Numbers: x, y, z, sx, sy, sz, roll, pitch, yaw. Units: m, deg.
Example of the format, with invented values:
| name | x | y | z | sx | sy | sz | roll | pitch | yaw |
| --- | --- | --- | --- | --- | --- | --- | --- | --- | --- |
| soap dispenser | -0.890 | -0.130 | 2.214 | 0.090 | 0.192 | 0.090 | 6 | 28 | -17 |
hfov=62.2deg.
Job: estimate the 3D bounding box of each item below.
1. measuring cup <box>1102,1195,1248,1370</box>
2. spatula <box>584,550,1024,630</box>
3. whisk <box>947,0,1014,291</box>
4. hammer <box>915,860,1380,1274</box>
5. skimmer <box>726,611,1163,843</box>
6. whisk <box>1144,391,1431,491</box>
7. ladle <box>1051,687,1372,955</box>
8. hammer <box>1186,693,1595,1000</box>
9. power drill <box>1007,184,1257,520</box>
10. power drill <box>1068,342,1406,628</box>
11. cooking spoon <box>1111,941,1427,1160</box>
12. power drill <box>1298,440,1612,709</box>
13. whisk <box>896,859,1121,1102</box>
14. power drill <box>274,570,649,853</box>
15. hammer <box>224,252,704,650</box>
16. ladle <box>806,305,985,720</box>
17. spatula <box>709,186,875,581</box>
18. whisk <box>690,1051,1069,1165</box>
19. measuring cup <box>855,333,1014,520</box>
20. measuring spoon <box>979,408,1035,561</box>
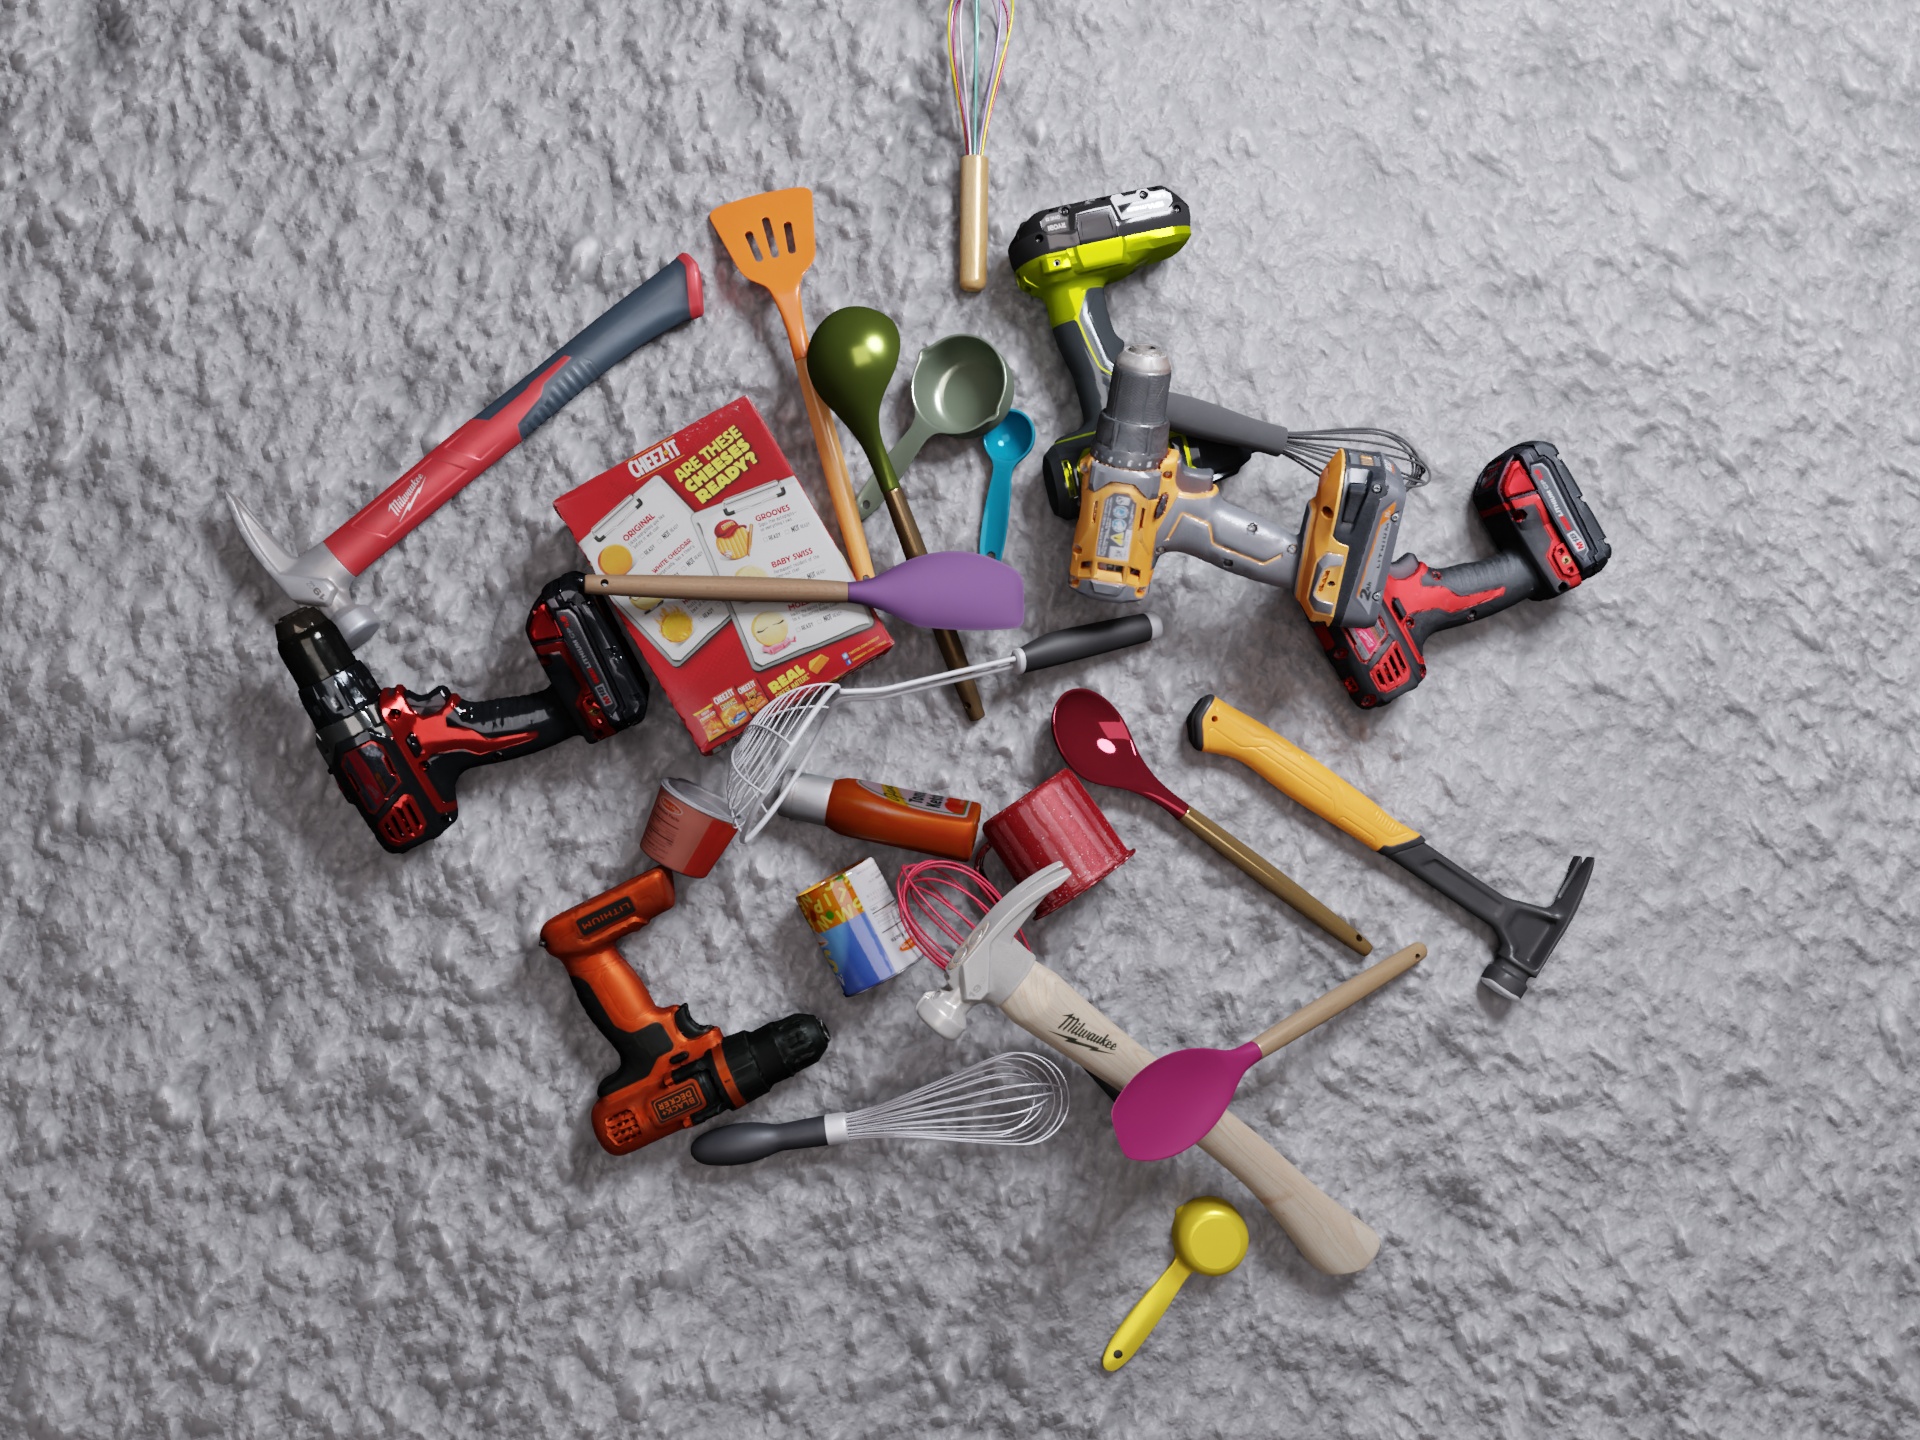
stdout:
| name | x | y | z | sx | sy | sz | roll | pitch | yaw |
| --- | --- | --- | --- | --- | --- | --- | --- | --- | --- |
| measuring cup | 0.160 | 0.432 | 1.205 | 0.062 | 0.029 | 0.156 | 39 | 84 | -2 |
| spatula | -0.107 | -0.095 | 1.136 | 0.316 | 0.018 | 0.060 | 0 | 80 | -14 |
| whisk | 0.015 | -0.454 | 1.220 | 0.047 | 0.051 | 0.245 | 1 | 91 | -11 |
| hammer | 0.165 | 0.272 | 1.161 | 0.410 | 0.038 | 0.146 | 40 | 92 | -16 |
| skimmer | -0.002 | -0.004 | 1.154 | 0.363 | 0.127 | 0.090 | -15 | 69 | -21 |
| whisk | 0.236 | -0.209 | 1.176 | 0.239 | 0.055 | 0.055 | 13 | 87 | -9 |
| ladle | 0.193 | 0.085 | 1.221 | 0.315 | 0.031 | 0.069 | 37 | 59 | -5 |
| hammer | 0.325 | 0.076 | 1.230 | 0.337 | 0.034 | 0.127 | 33 | 86 | -3 |
| power drill | 0.132 | -0.278 | 1.209 | 0.171 | 0.080 | 0.223 | -13 | 93 | -4 |
| power drill | 0.197 | -0.164 | 1.135 | 0.226 | 0.084 | 0.185 | 10 | 116 | 7 |
| cooking spoon | 0.233 | 0.230 | 1.161 | 0.319 | 0.017 | 0.068 | -22 | 98 | -30 |
| power drill | 0.368 | -0.119 | 1.223 | 0.219 | 0.078 | 0.143 | -30 | 91 | -2 |
| whisk | 0.059 | 0.209 | 1.181 | 0.073 | 0.073 | 0.295 | -45 | 102 | -5 |
| power drill | -0.358 | -0.029 | 1.141 | 0.226 | 0.080 | 0.187 | -26 | 104 | -2 |
| hammer | -0.354 | -0.228 | 1.182 | 0.386 | 0.038 | 0.143 | -41 | 90 | -5 |
| ladle | -0.036 | -0.151 | 1.188 | 0.078 | 0.062 | 0.320 | -11 | 107 | 35 |
| spatula | -0.111 | -0.249 | 1.208 | 0.081 | 0.041 | 0.322 | -16 | 92 | -4 |
| whisk | -0.060 | 0.299 | 1.181 | 0.284 | 0.070 | 0.070 | -9 | 89 | 0 |
| measuring cup | -0.024 | -0.217 | 1.214 | 0.083 | 0.038 | 0.167 | 44 | 104 | 17 |
| measuring spoon | 0.033 | -0.175 | 1.226 | 0.042 | 0.021 | 0.128 | 11 | 96 | 22 |
